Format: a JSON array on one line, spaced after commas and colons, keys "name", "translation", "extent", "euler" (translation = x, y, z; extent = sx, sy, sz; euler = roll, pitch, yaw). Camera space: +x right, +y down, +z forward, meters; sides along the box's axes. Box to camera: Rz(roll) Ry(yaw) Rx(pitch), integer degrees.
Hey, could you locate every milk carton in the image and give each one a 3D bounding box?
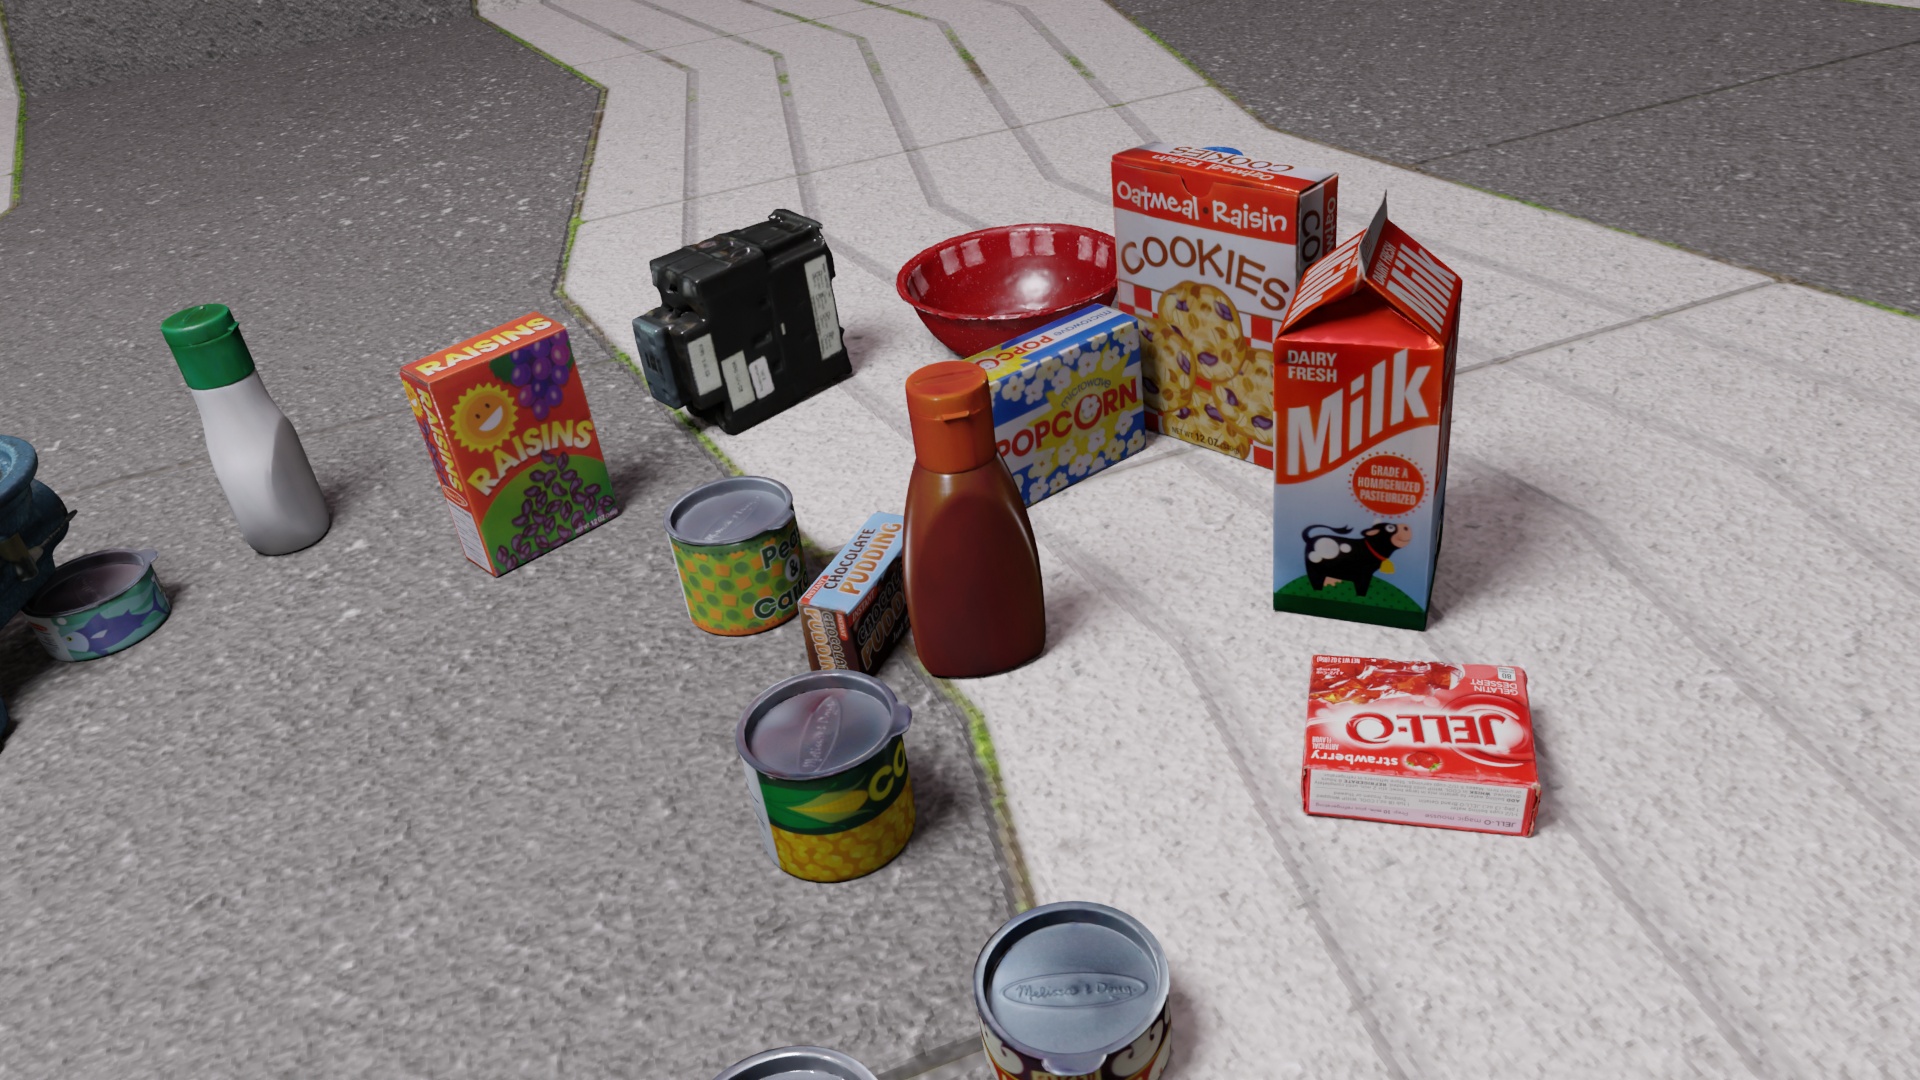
[{"name": "milk carton", "translation": [0.185, -0.058, 0.636], "extent": [0.073, 0.189, 0.073], "euler": [7, 35, 22]}]

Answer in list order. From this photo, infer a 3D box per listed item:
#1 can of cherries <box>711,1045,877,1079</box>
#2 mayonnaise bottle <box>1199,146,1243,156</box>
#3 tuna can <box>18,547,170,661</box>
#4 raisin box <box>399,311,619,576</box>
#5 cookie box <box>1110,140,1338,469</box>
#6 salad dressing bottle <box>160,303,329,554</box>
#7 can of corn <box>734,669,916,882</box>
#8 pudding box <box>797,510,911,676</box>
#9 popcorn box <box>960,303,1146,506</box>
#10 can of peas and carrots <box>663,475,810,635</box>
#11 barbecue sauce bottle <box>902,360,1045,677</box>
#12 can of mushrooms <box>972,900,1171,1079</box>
[{"name": "can of cherries", "translation": [-0.046, 0.196, 0.409], "extent": [0.071, 0.058, 0.072], "euler": [-5, 32, 4]}, {"name": "mayonnaise bottle", "translation": [0.154, -0.161, 0.842], "extent": [0.041, 0.147, 0.065], "euler": [7, 35, 21]}, {"name": "tuna can", "translation": [-0.478, 0.034, 0.774], "extent": [0.071, 0.032, 0.071], "euler": [-5, 33, 3]}, {"name": "raisin box", "translation": [-0.251, -0.054, 0.782], "extent": [0.086, 0.122, 0.040], "euler": [-31, 39, -32]}, {"name": "cookie box", "translation": [0.146, -0.130, 0.778], "extent": [0.123, 0.166, 0.040], "euler": [24, 44, 39]}, {"name": "salad dressing bottle", "translation": [-0.415, -0.064, 0.807], "extent": [0.044, 0.147, 0.064], "euler": [-9, 32, -1]}, {"name": "can of corn", "translation": [-0.051, 0.096, 0.567], "extent": [0.071, 0.058, 0.071], "euler": [-5, 32, 4]}, {"name": "pudding box", "translation": [-0.045, 0.028, 0.680], "extent": [0.030, 0.049, 0.084], "euler": [8, 36, 24]}, {"name": "popcorn box", "translation": [0.046, -0.072, 0.784], "extent": [0.127, 0.084, 0.038], "euler": [-26, 37, -27]}, {"name": "can of peas and carrots", "translation": [-0.112, 0.008, 0.716], "extent": [0.071, 0.058, 0.071], "euler": [-5, 32, 4]}, {"name": "barbecue sauce bottle", "translation": [0.002, -0.008, 0.634], "extent": [0.065, 0.147, 0.044], "euler": [-11, 32, -5]}, {"name": "can of mushrooms", "translation": [0.038, 0.160, 0.471], "extent": [0.071, 0.033, 0.071], "euler": [-5, 33, 3]}]
